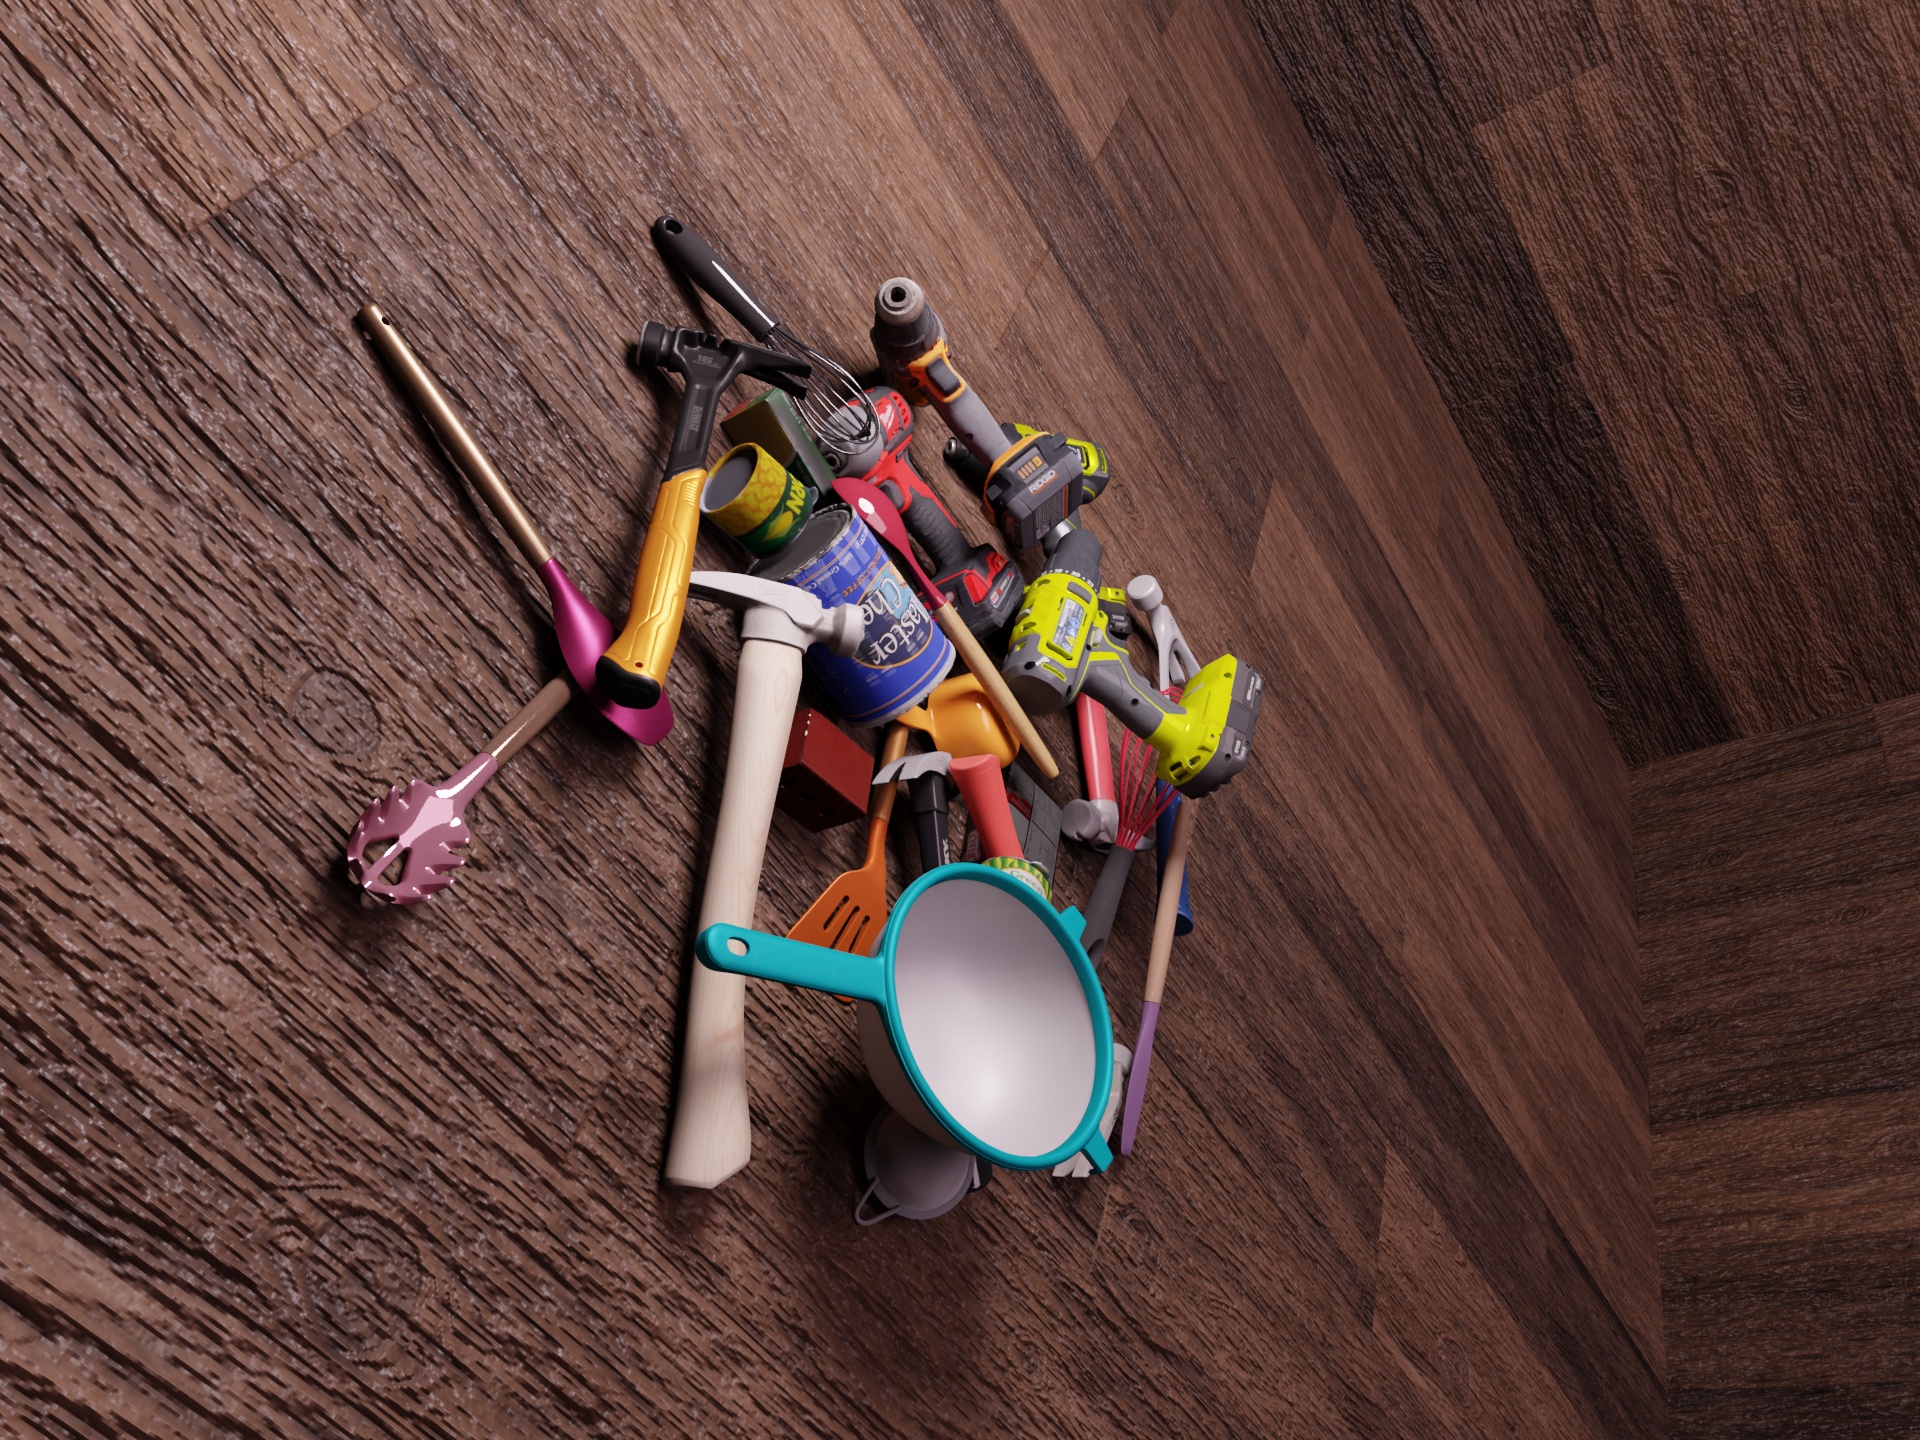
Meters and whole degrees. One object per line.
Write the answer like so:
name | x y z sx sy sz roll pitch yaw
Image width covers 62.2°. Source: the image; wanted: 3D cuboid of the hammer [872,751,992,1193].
hammer | -0.012 0.187 1.213 0.146 0.035 0.335 27 55 -69

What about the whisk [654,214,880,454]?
whisk | -0.152 -0.300 1.233 0.239 0.055 0.055 46 36 -4

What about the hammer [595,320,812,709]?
hammer | -0.183 -0.144 1.075 0.127 0.034 0.337 12 51 -10

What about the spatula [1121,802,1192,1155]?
spatula | 0.173 0.225 1.410 0.059 0.018 0.316 48 51 -64

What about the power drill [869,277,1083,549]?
power drill | 0.006 -0.266 1.347 0.226 0.084 0.185 51 -3 9

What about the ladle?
ladle | -0.004 -0.072 1.278 0.315 0.031 0.069 55 7 -24

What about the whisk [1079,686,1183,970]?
whisk | 0.155 0.102 1.450 0.073 0.073 0.296 39 66 -40

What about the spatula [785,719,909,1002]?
spatula | -0.068 0.064 1.234 0.081 0.041 0.323 48 35 -33

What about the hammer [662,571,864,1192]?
hammer | -0.156 0.094 1.041 0.146 0.038 0.411 12 66 -16

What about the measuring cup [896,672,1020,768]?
measuring cup | -0.002 -0.004 1.310 0.173 0.052 0.095 21 56 -64

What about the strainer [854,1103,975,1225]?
strainer | 0.016 0.268 1.155 0.087 0.050 0.258 51 53 -5

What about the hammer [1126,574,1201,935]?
hammer | 0.210 0.040 1.595 0.143 0.035 0.406 54 29 -40

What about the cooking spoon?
cooking spoon | -0.276 -0.120 0.996 0.318 0.017 0.069 57 30 -12

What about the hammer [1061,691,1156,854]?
hammer | 0.129 -0.057 1.576 0.143 0.038 0.387 22 56 -52

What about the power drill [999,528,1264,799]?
power drill | 0.151 -0.052 1.394 0.228 0.080 0.191 32 52 -15

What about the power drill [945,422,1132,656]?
power drill | 0.073 -0.172 1.498 0.171 0.080 0.223 5 65 -32

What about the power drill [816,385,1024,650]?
power drill | -0.042 -0.168 1.334 0.219 0.078 0.143 58 26 -14

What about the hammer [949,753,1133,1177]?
hammer | 0.061 0.191 1.294 0.149 0.037 0.358 -52 128 -54

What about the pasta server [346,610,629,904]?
pasta server | -0.264 0.008 0.953 0.060 0.040 0.316 51 35 -15

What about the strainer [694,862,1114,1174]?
strainer | -0.047 0.193 1.053 0.340 0.095 0.211 20 52 -36
